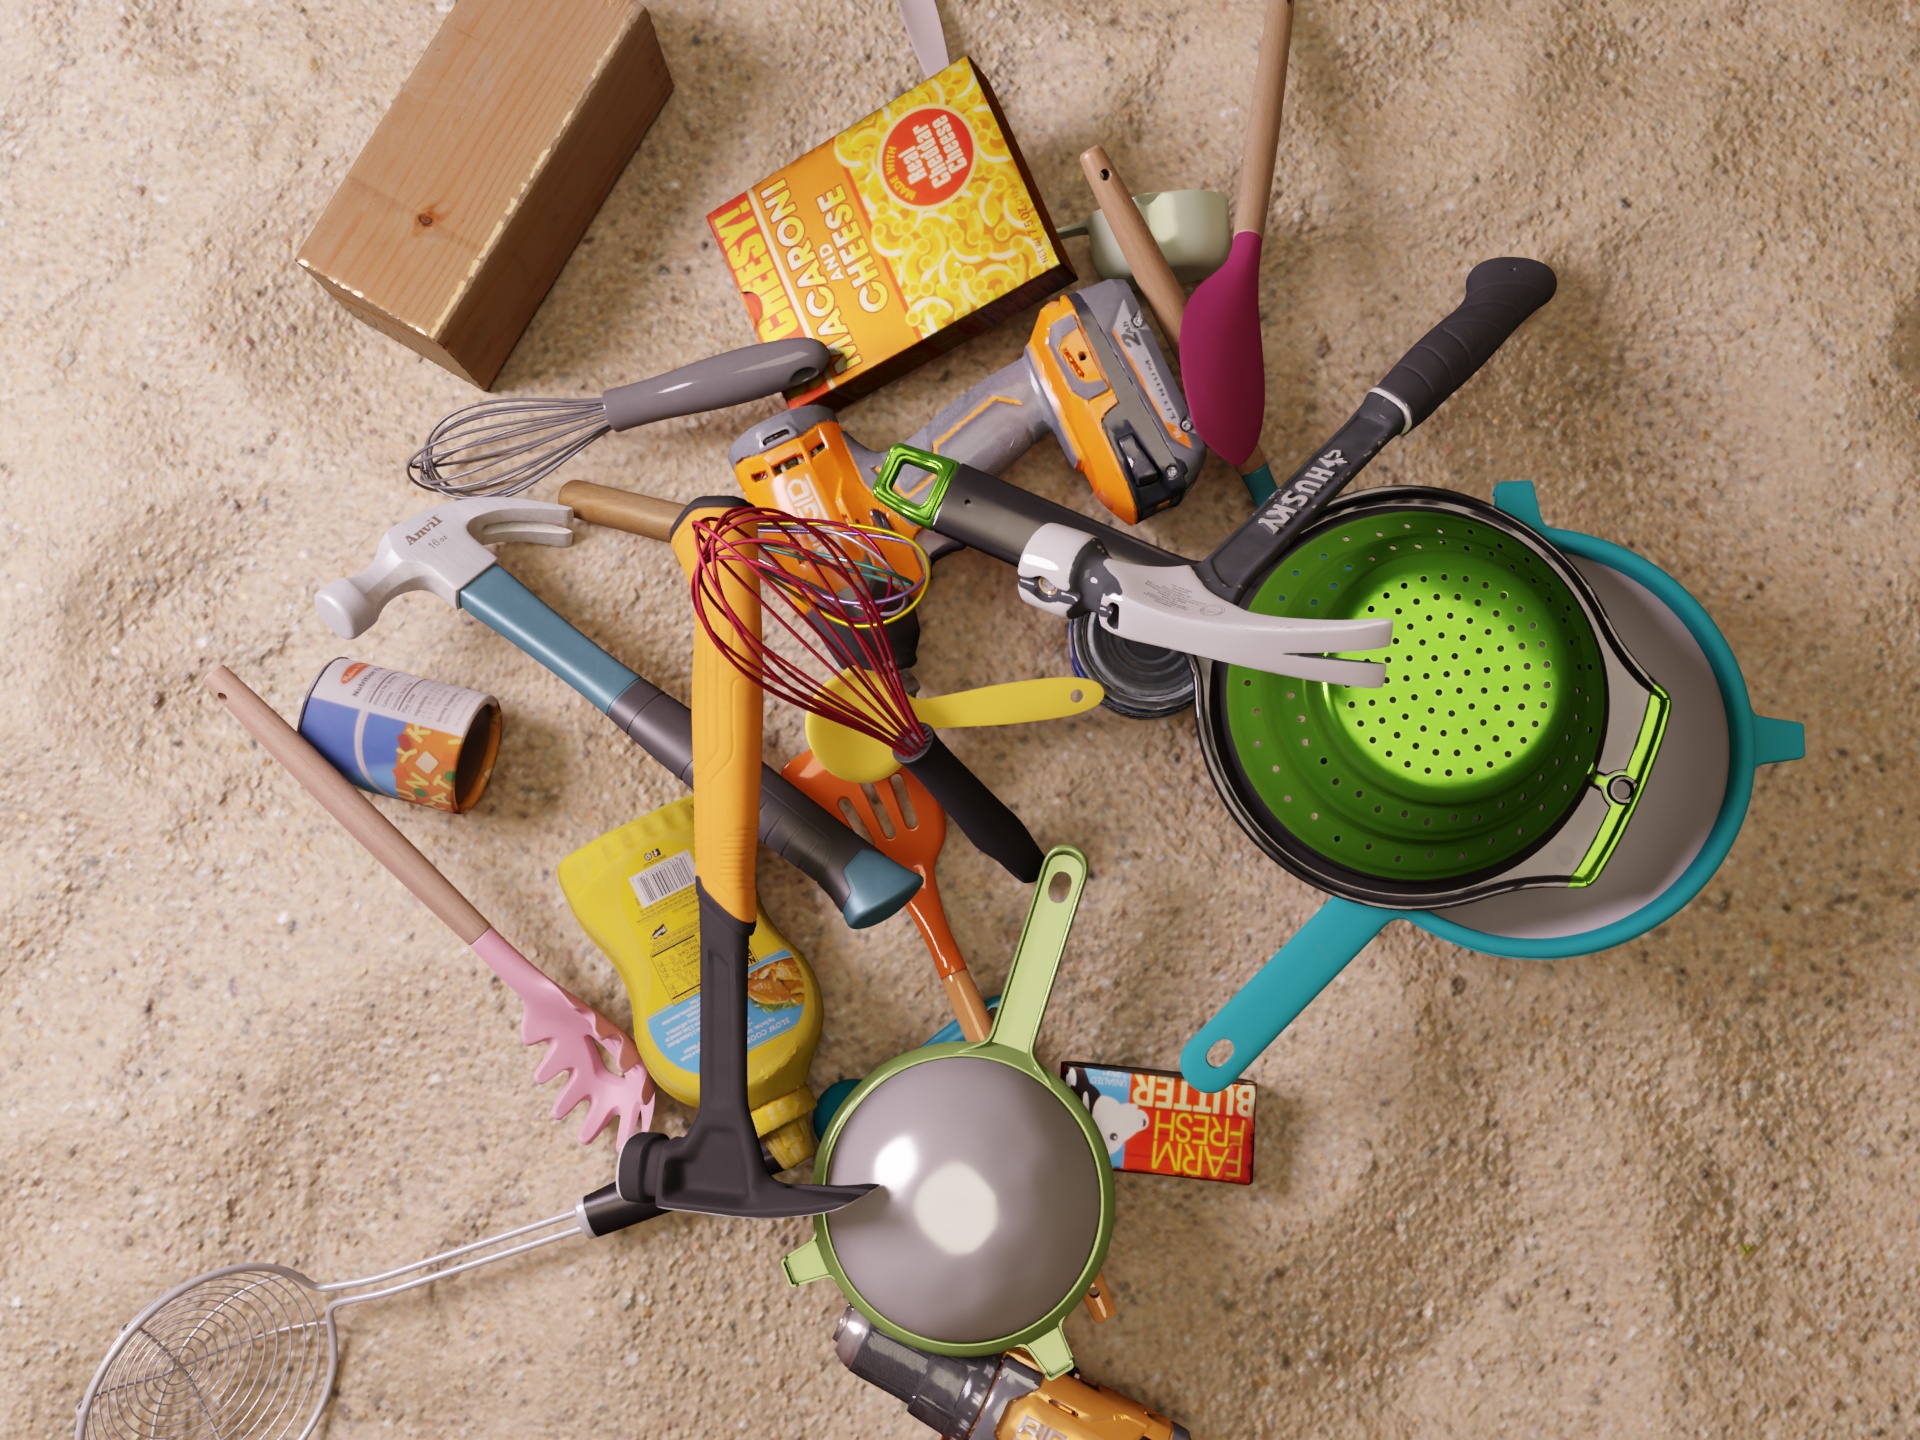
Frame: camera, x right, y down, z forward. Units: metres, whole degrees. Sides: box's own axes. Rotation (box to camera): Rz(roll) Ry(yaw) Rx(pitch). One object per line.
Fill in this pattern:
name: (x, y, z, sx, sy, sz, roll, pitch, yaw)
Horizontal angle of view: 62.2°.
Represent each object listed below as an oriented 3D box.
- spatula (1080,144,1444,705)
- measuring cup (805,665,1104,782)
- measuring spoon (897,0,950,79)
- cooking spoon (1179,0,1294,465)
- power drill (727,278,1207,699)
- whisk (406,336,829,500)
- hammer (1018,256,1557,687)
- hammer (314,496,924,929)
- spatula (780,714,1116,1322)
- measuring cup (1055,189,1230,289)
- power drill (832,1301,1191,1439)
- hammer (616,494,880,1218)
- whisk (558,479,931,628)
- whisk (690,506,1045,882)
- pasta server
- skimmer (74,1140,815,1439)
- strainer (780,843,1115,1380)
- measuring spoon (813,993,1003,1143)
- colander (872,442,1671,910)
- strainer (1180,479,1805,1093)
spatula: (0.147, -0.154, 0.829, 0.082, 0.044, 0.317, -33, 106, -2)
measuring cup: (-0.001, -0.003, 0.812, 0.156, 0.029, 0.062, -8, 101, -4)
measuring spoon: (-0.017, -0.380, 0.901, 0.034, 0.018, 0.124, -15, 77, -1)
cooking spoon: (0.153, -0.270, 0.831, 0.068, 0.017, 0.319, 31, 58, -35)
power drill: (0.010, -0.117, 0.839, 0.226, 0.084, 0.164, -25, 86, 2)
whisk: (-0.182, -0.162, 0.845, 0.239, 0.055, 0.055, -14, 84, 8)
hammer: (0.198, -0.137, 0.744, 0.149, 0.036, 0.409, 22, 44, 27)
hammer: (-0.161, -0.002, 0.814, 0.331, 0.033, 0.128, 36, 57, 8)
spatula: (0.006, 0.153, 0.818, 0.081, 0.041, 0.323, -25, 77, -2)
measuring cup: (0.064, -0.249, 0.864, 0.167, 0.083, 0.038, -8, 92, 15)
power drill: (-0.013, 0.412, 0.783, 0.185, 0.084, 0.226, 26, 81, 6)
hammer: (-0.104, 0.062, 0.748, 0.127, 0.034, 0.337, -2, 88, 23)
whisk: (-0.118, -0.090, 0.807, 0.245, 0.051, 0.047, 17, 102, 32)
whisk: (-0.033, -0.001, 0.752, 0.073, 0.295, 0.073, -20, 47, 22)
pasta server: (-0.267, 0.094, 0.805, 0.060, 0.040, 0.316, -37, 101, 29)
skimmer: (-0.244, 0.289, 0.792, 0.363, 0.090, 0.127, -18, 117, -4)
strainer: (0.015, 0.181, 0.766, 0.151, 0.069, 0.256, 17, 83, 8)
measuring spoon: (-0.022, 0.184, 0.834, 0.128, 0.021, 0.042, -36, 85, -3)
colander: (0.138, -0.048, 0.735, 0.397, 0.094, 0.204, 24, 87, 7)
strainer: (0.235, 0.059, 0.811, 0.211, 0.095, 0.340, 44, 91, 8)
